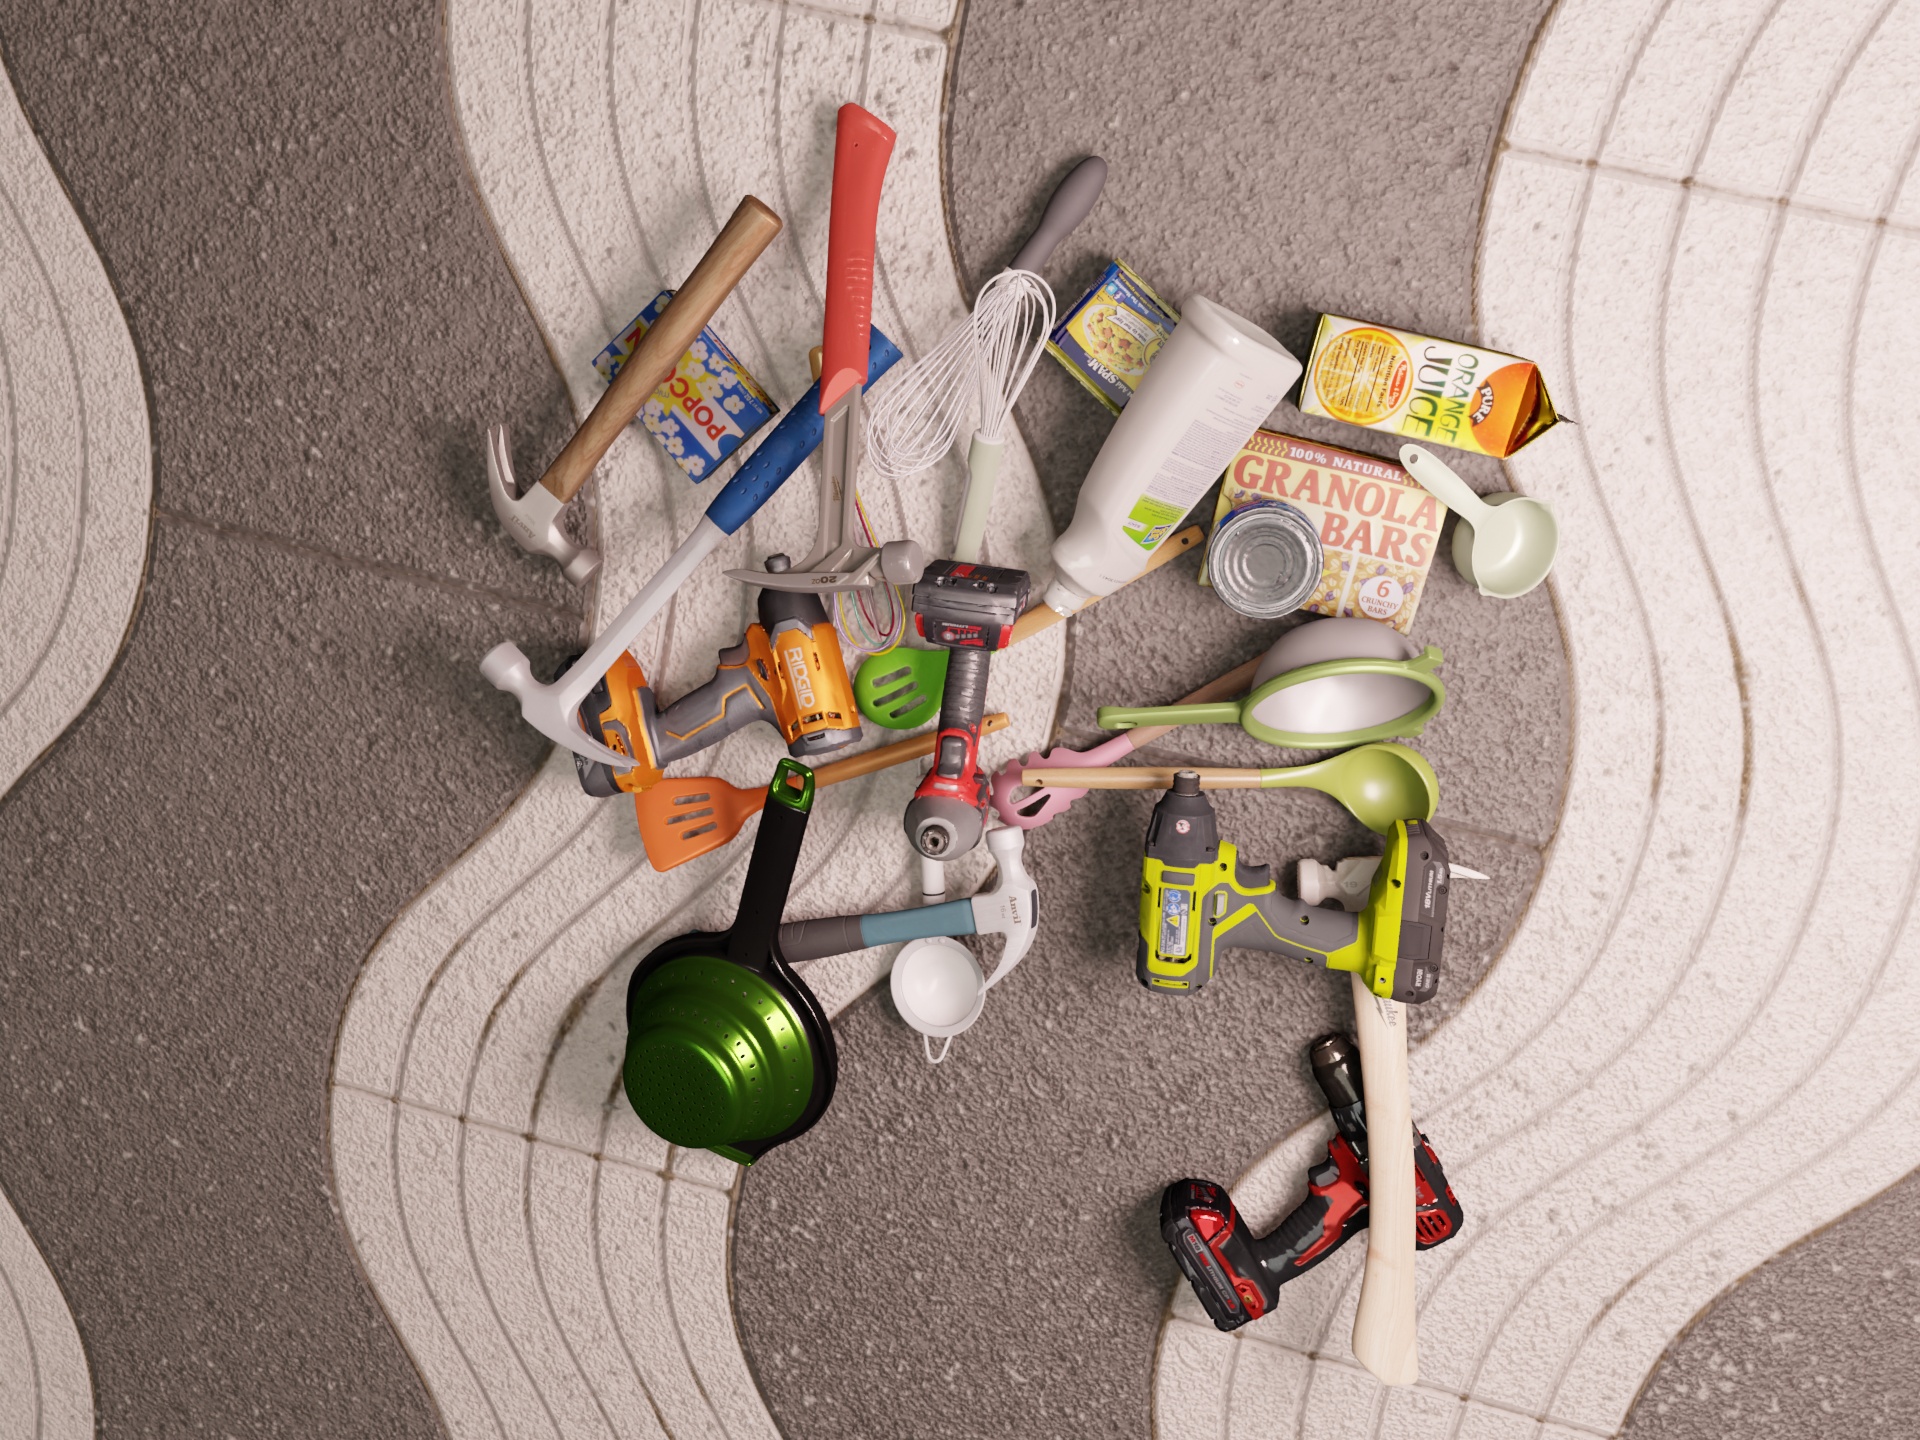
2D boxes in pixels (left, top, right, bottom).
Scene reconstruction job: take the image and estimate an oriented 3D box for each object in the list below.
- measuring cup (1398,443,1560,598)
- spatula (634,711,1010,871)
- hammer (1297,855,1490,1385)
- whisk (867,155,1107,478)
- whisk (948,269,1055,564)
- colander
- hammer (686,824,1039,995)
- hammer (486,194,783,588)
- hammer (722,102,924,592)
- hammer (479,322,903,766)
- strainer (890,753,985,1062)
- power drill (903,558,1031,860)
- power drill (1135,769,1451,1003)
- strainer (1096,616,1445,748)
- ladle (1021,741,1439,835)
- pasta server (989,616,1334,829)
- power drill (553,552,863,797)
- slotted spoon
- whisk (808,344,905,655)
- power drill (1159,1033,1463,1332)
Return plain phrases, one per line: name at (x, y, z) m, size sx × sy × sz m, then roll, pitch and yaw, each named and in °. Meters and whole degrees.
measuring cup at (0.365, -0.153, 1.153) m, size 0.167 × 0.038 × 0.083 m, roll 33°, pitch 97°, yaw -25°
spatula at (-0.114, 0.045, 1.310) m, size 0.322 × 0.041 × 0.081 m, roll -18°, pitch 79°, yaw 14°
hammer at (0.347, 0.313, 1.255) m, size 0.146 × 0.038 × 0.410 m, roll -2°, pitch 89°, yaw 9°
whisk at (0.020, -0.302, 1.196) m, size 0.070 × 0.070 × 0.284 m, roll 37°, pitch 102°, yaw -1°
whisk at (0.022, -0.220, 1.191) m, size 0.059 × 0.058 × 0.246 m, roll 6°, pitch 126°, yaw -10°
colander at (-0.191, 0.216, 1.293) m, size 0.204 × 0.094 × 0.397 m, roll 23°, pitch 115°, yaw 14°
hammer at (-0.090, 0.175, 1.320) m, size 0.331 × 0.033 × 0.128 m, roll -12°, pitch 90°, yaw 22°
hammer at (-0.249, -0.262, 1.218) m, size 0.130 × 0.031 × 0.331 m, roll 41°, pitch 110°, yaw -3°
hammer at (-0.093, -0.272, 1.166) m, size 0.149 × 0.036 × 0.359 m, roll 0°, pitch 84°, yaw 20°
hammer at (-0.190, -0.138, 1.222) m, size 0.144 × 0.035 × 0.405 m, roll 43°, pitch 96°, yaw 6°
strainer at (-0.020, 0.155, 1.328) m, size 0.087 × 0.050 × 0.258 m, roll 0°, pitch 99°, yaw 22°
power drill at (-0.002, -0.004, 1.201) m, size 0.078 × 0.143 × 0.219 m, roll 8°, pitch 103°, yaw 6°
power drill at (0.249, 0.129, 1.205) m, size 0.223 × 0.080 × 0.171 m, roll 5°, pitch 103°, yaw 10°
strainer at (0.230, -0.032, 1.202) m, size 0.256 × 0.151 × 0.069 m, roll -4°, pitch 67°, yaw 9°
ladle at (0.207, 0.051, 1.236) m, size 0.320 × 0.062 × 0.078 m, roll 0°, pitch 120°, yaw 3°
pasta server at (0.159, 0.001, 1.266) m, size 0.316 × 0.040 × 0.060 m, roll -30°, pitch 98°, yaw 11°
power drill at (-0.205, -0.034, 1.286) m, size 0.226 × 0.084 × 0.164 m, roll -14°, pitch 90°, yaw 9°
slotted spoon at (0.050, -0.077, 1.262) m, size 0.314 × 0.031 × 0.070 m, roll -27°, pitch 101°, yaw 14°
whisk at (-0.083, -0.172, 1.252) m, size 0.047 × 0.051 × 0.245 m, roll -2°, pitch 101°, yaw 45°
power drill at (0.277, 0.382, 1.320) m, size 0.226 × 0.080 × 0.188 m, roll -30°, pitch 91°, yaw 12°
